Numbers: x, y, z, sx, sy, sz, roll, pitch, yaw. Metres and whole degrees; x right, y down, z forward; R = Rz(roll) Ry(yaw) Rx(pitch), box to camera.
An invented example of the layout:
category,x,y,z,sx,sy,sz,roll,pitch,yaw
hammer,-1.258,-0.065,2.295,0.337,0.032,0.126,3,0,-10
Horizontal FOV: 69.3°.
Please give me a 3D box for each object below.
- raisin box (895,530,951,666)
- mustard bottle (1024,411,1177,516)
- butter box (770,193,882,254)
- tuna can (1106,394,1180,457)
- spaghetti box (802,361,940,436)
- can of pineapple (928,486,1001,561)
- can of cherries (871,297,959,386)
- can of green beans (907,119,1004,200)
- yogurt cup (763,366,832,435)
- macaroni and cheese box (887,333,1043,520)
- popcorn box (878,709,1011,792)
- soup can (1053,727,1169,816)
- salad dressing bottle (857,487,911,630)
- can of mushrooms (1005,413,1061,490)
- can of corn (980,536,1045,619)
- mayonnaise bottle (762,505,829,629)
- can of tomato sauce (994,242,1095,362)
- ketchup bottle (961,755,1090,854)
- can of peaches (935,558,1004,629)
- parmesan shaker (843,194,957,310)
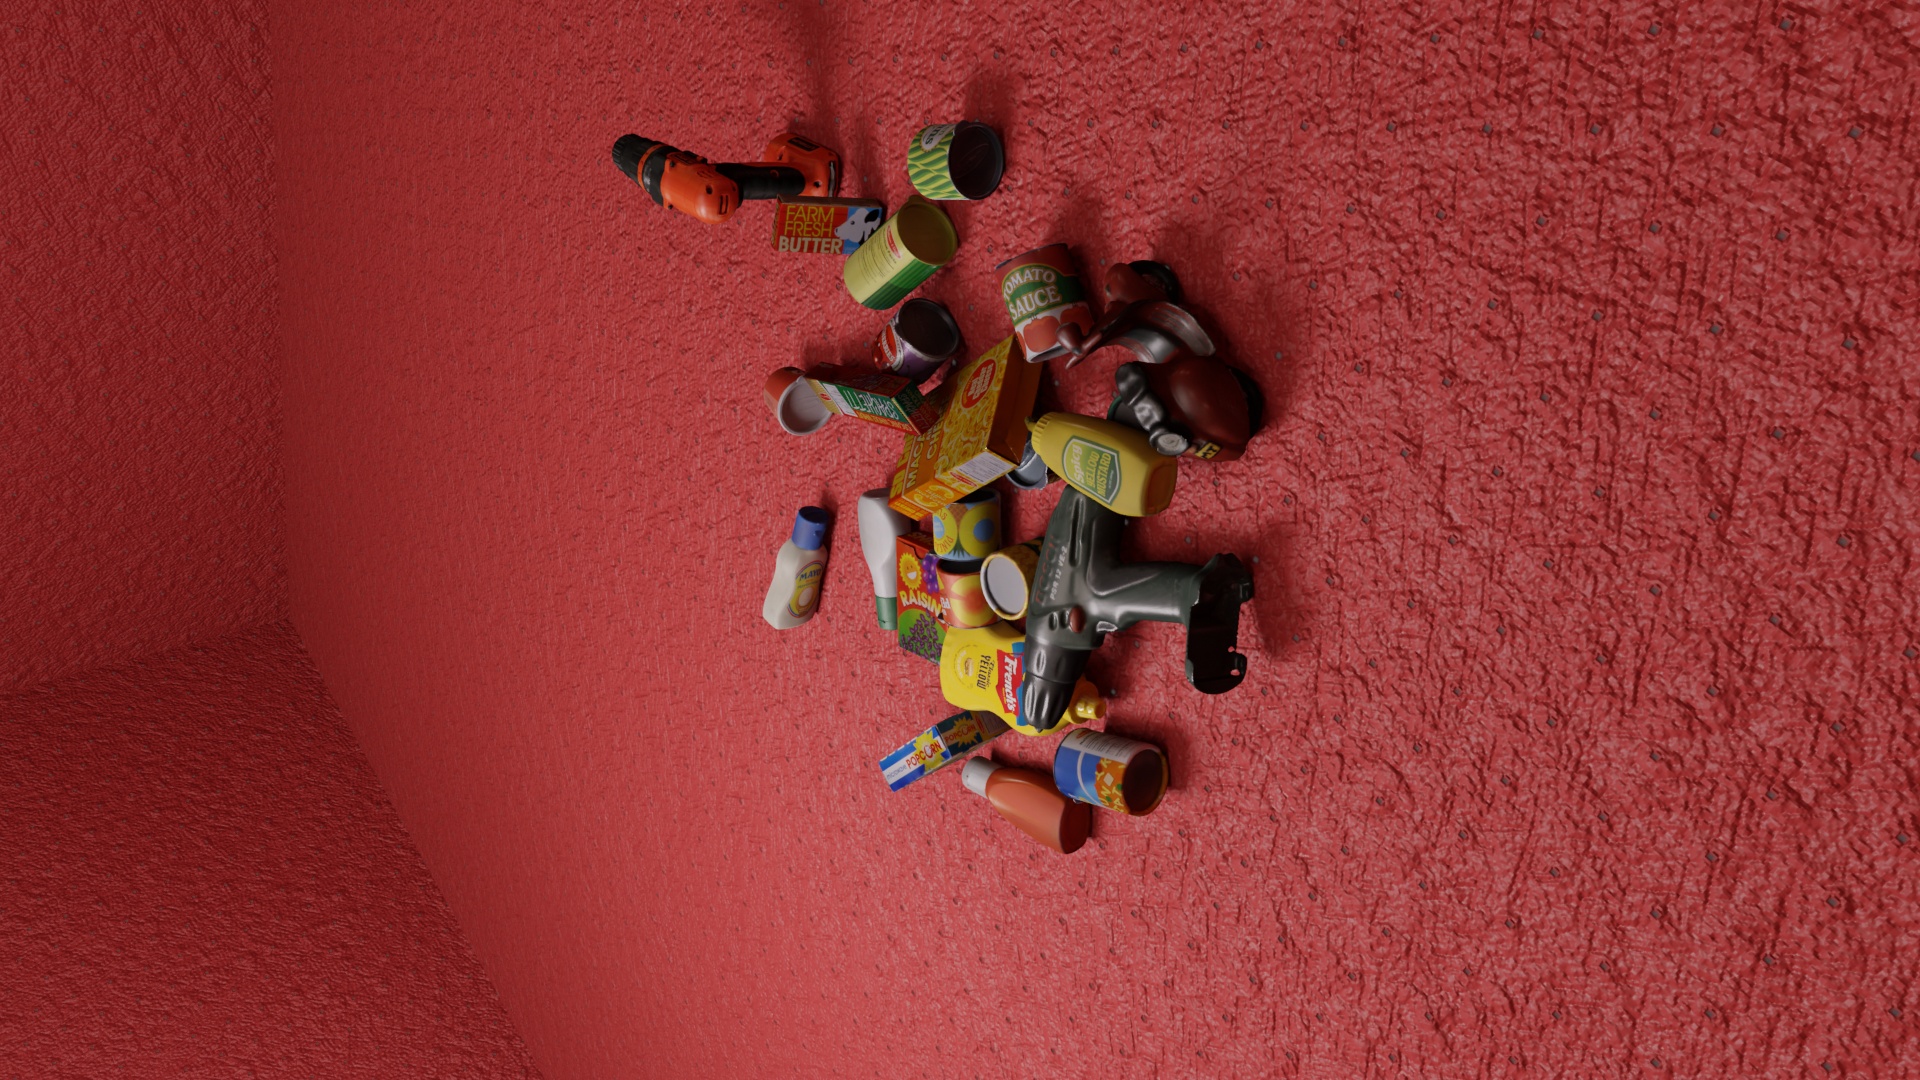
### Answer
category,x,y,z,sx,sy,sz,roll,pitch,yaw
raisin box,-0.026,0.060,1.417,0.086,0.040,0.123,21,118,46
mustard bottle,0.106,-0.072,1.144,0.160,0.049,0.065,29,123,41
butter box,-0.131,-0.308,1.357,0.024,0.104,0.052,-120,35,-50
tuna can,0.153,-0.096,1.146,0.071,0.033,0.070,22,120,44
spaghetti box,-0.091,-0.141,1.363,0.050,0.029,0.250,53,167,-24
can of pineapple,0.005,-0.017,1.326,0.071,0.071,0.057,17,115,46
can of cherries,-0.045,-0.188,1.322,0.058,0.072,0.071,-40,73,50
can of green beans,-0.004,-0.334,1.223,0.058,0.071,0.071,16,116,47
yogurt cup,-0.178,-0.154,1.503,0.054,0.072,0.072,39,131,46
macaroni and cheese box,0.003,-0.101,1.268,0.166,0.040,0.124,-27,42,51
popcorn box,-0.017,0.210,1.424,0.126,0.085,0.038,-40,74,49
soup can,0.136,0.211,1.253,0.084,0.071,0.071,6,108,49
salad dressing bottle,-0.076,0.020,1.460,0.064,0.044,0.147,15,115,48
can of mushrooms,0.068,-0.079,1.256,0.071,0.033,0.070,21,118,45
can of corn,0.062,0.034,1.284,0.071,0.058,0.071,22,120,45
mayonnaise bottle,-0.182,0.031,1.579,0.041,0.065,0.147,39,127,31
can of tomato sauce,0.072,-0.200,1.176,0.071,0.071,0.083,-22,86,52
ketchup bottle,0.062,0.255,1.378,0.149,0.044,0.064,19,117,46
can of peaches,0.010,0.045,1.337,0.071,0.071,0.057,18,124,46
parmesan shaker,-0.059,-0.270,1.313,0.102,0.071,0.071,-28,82,52
